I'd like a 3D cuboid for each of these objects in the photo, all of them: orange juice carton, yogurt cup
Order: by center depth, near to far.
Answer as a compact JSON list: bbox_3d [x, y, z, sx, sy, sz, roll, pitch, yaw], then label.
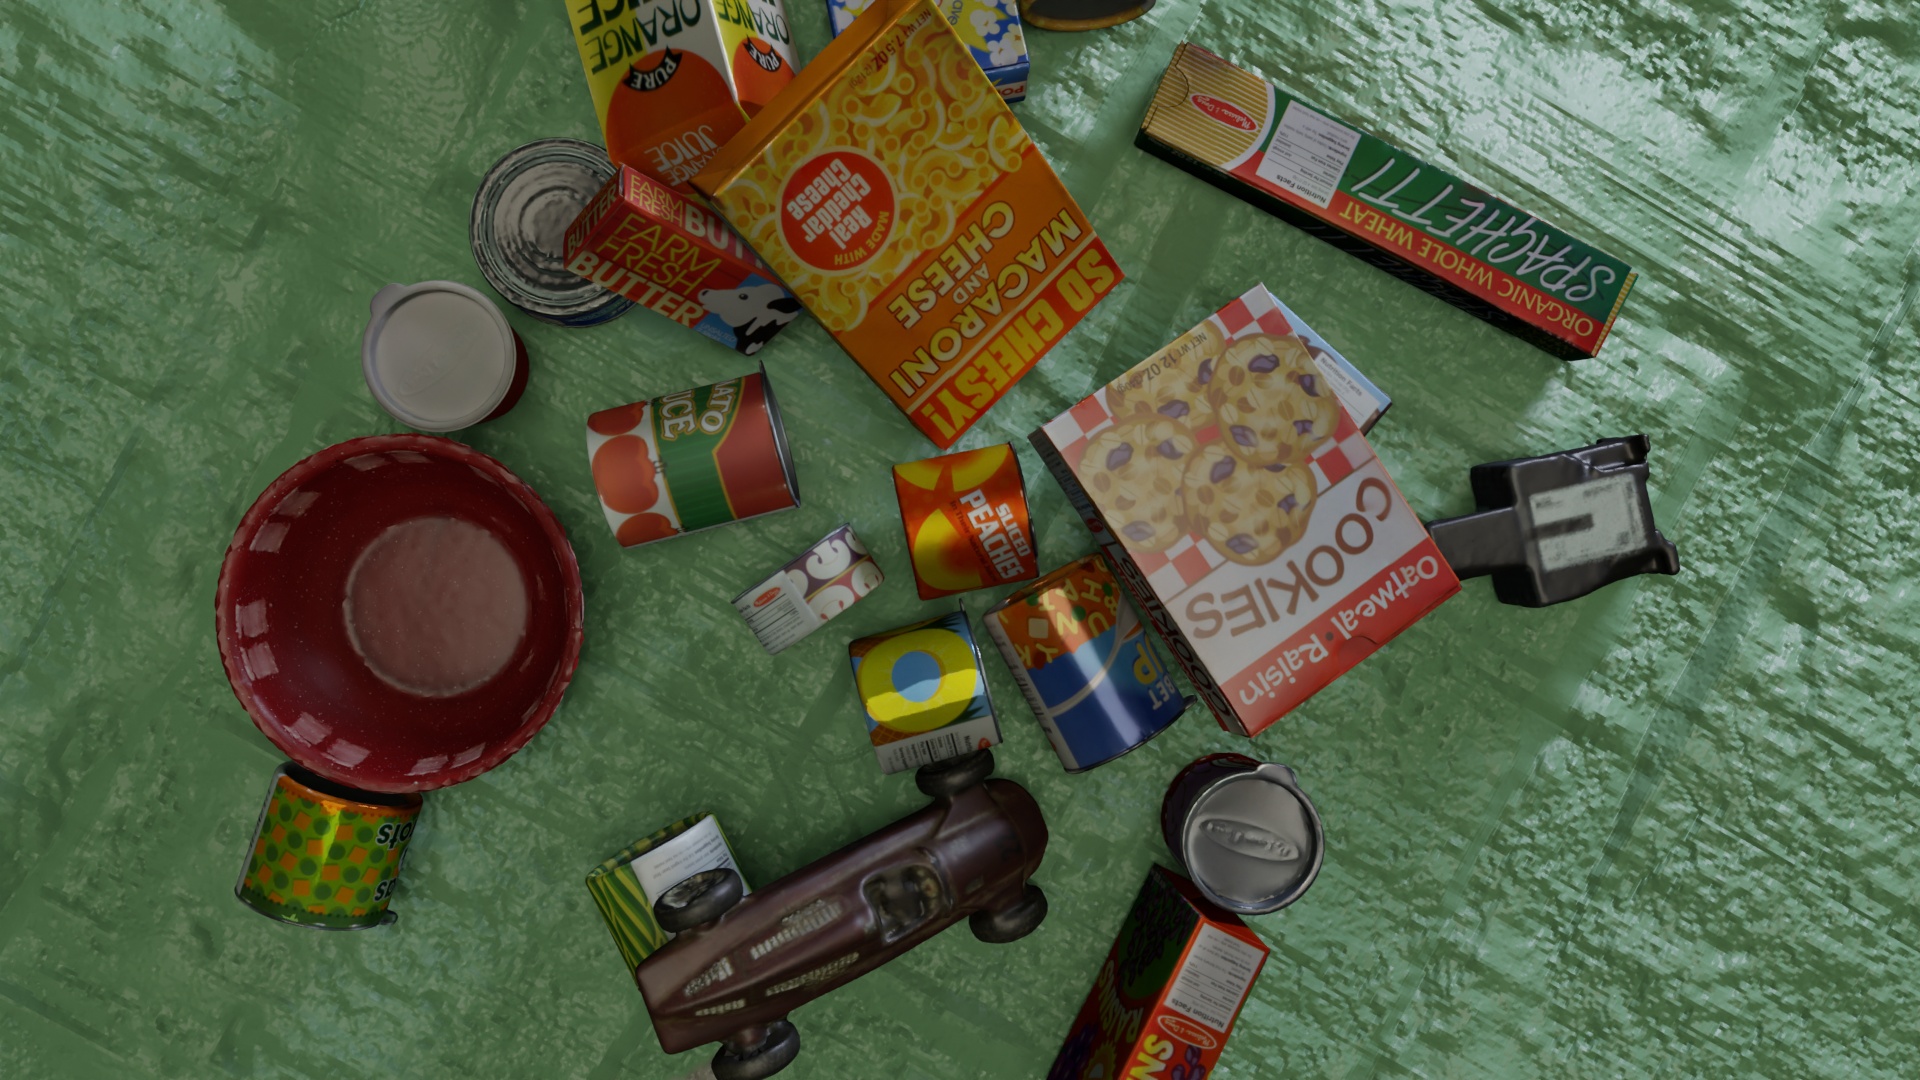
[{"bbox_3d":[-0.124,-0.232,0.628,0.071,0.073,0.192,-15,91,25],"label":"orange juice carton"},{"bbox_3d":[-0.234,-0.083,0.643,0.072,0.054,0.072,0,91,-3],"label":"yogurt cup"}]

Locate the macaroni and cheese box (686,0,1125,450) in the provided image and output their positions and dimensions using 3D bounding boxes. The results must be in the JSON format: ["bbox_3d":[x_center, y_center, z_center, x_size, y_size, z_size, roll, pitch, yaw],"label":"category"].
[{"bbox_3d":[-0.018,-0.139,0.620,0.124,0.040,0.166,-44,127,0],"label":"macaroni and cheese box"}]

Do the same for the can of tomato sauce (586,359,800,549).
[{"bbox_3d":[-0.123,-0.039,0.643,0.083,0.071,0.071,-14,91,-2],"label":"can of tomato sauce"}]

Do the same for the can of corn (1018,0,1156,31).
[{"bbox_3d":[0.056,-0.278,0.653,0.071,0.071,0.058,-4,91,-3],"label":"can of corn"}]

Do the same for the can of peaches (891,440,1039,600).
[{"bbox_3d":[0.002,-0.008,0.648,0.058,0.071,0.071,-11,91,-2],"label":"can of peaches"}]

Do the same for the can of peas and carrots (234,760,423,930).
[{"bbox_3d":[-0.285,0.139,0.636,0.071,0.071,0.058,18,89,-3],"label":"can of peas and carrots"}]

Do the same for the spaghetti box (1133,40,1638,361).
[{"bbox_3d":[0.207,-0.163,0.679,0.250,0.028,0.050,26,89,-3],"label":"spaghetti box"}]

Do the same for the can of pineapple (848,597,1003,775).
[{"bbox_3d":[-0.017,0.069,0.650,0.058,0.071,0.071,-15,91,-2],"label":"can of pineapple"}]

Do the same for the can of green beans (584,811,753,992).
[{"bbox_3d":[-0.132,0.166,0.644,0.071,0.071,0.058,-26,91,-2],"label":"can of green beans"}]

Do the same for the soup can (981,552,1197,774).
[{"bbox_3d":[0.060,0.055,0.653,0.071,0.071,0.083,-29,92,-2],"label":"soup can"}]

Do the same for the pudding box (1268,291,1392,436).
[{"bbox_3d":[0.161,-0.076,0.676,0.083,0.030,0.049,41,90,-2],"label":"pudding box"}]

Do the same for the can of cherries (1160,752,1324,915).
[{"bbox_3d":[0.134,0.136,0.662,0.071,0.058,0.071,0,90,-2],"label":"can of cherries"}]

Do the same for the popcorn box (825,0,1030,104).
[{"bbox_3d":[-0.022,-0.262,0.651,0.085,0.038,0.127,-12,80,-3],"label":"popcorn box"}]

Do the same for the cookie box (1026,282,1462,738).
[{"bbox_3d":[0.129,-0.013,0.633,0.123,0.040,0.167,-34,91,-8],"label":"cookie box"}]

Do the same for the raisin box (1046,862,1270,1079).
[{"bbox_3d":[0.089,0.223,0.646,0.040,0.086,0.123,27,89,-8],"label":"raisin box"}]

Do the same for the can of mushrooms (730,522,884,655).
[{"bbox_3d":[-0.069,0.022,0.648,0.071,0.071,0.033,-35,92,-2],"label":"can of mushrooms"}]

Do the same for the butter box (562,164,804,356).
[{"bbox_3d":[-0.121,-0.123,0.626,0.103,0.053,0.024,23,48,-36],"label":"butter box"}]
